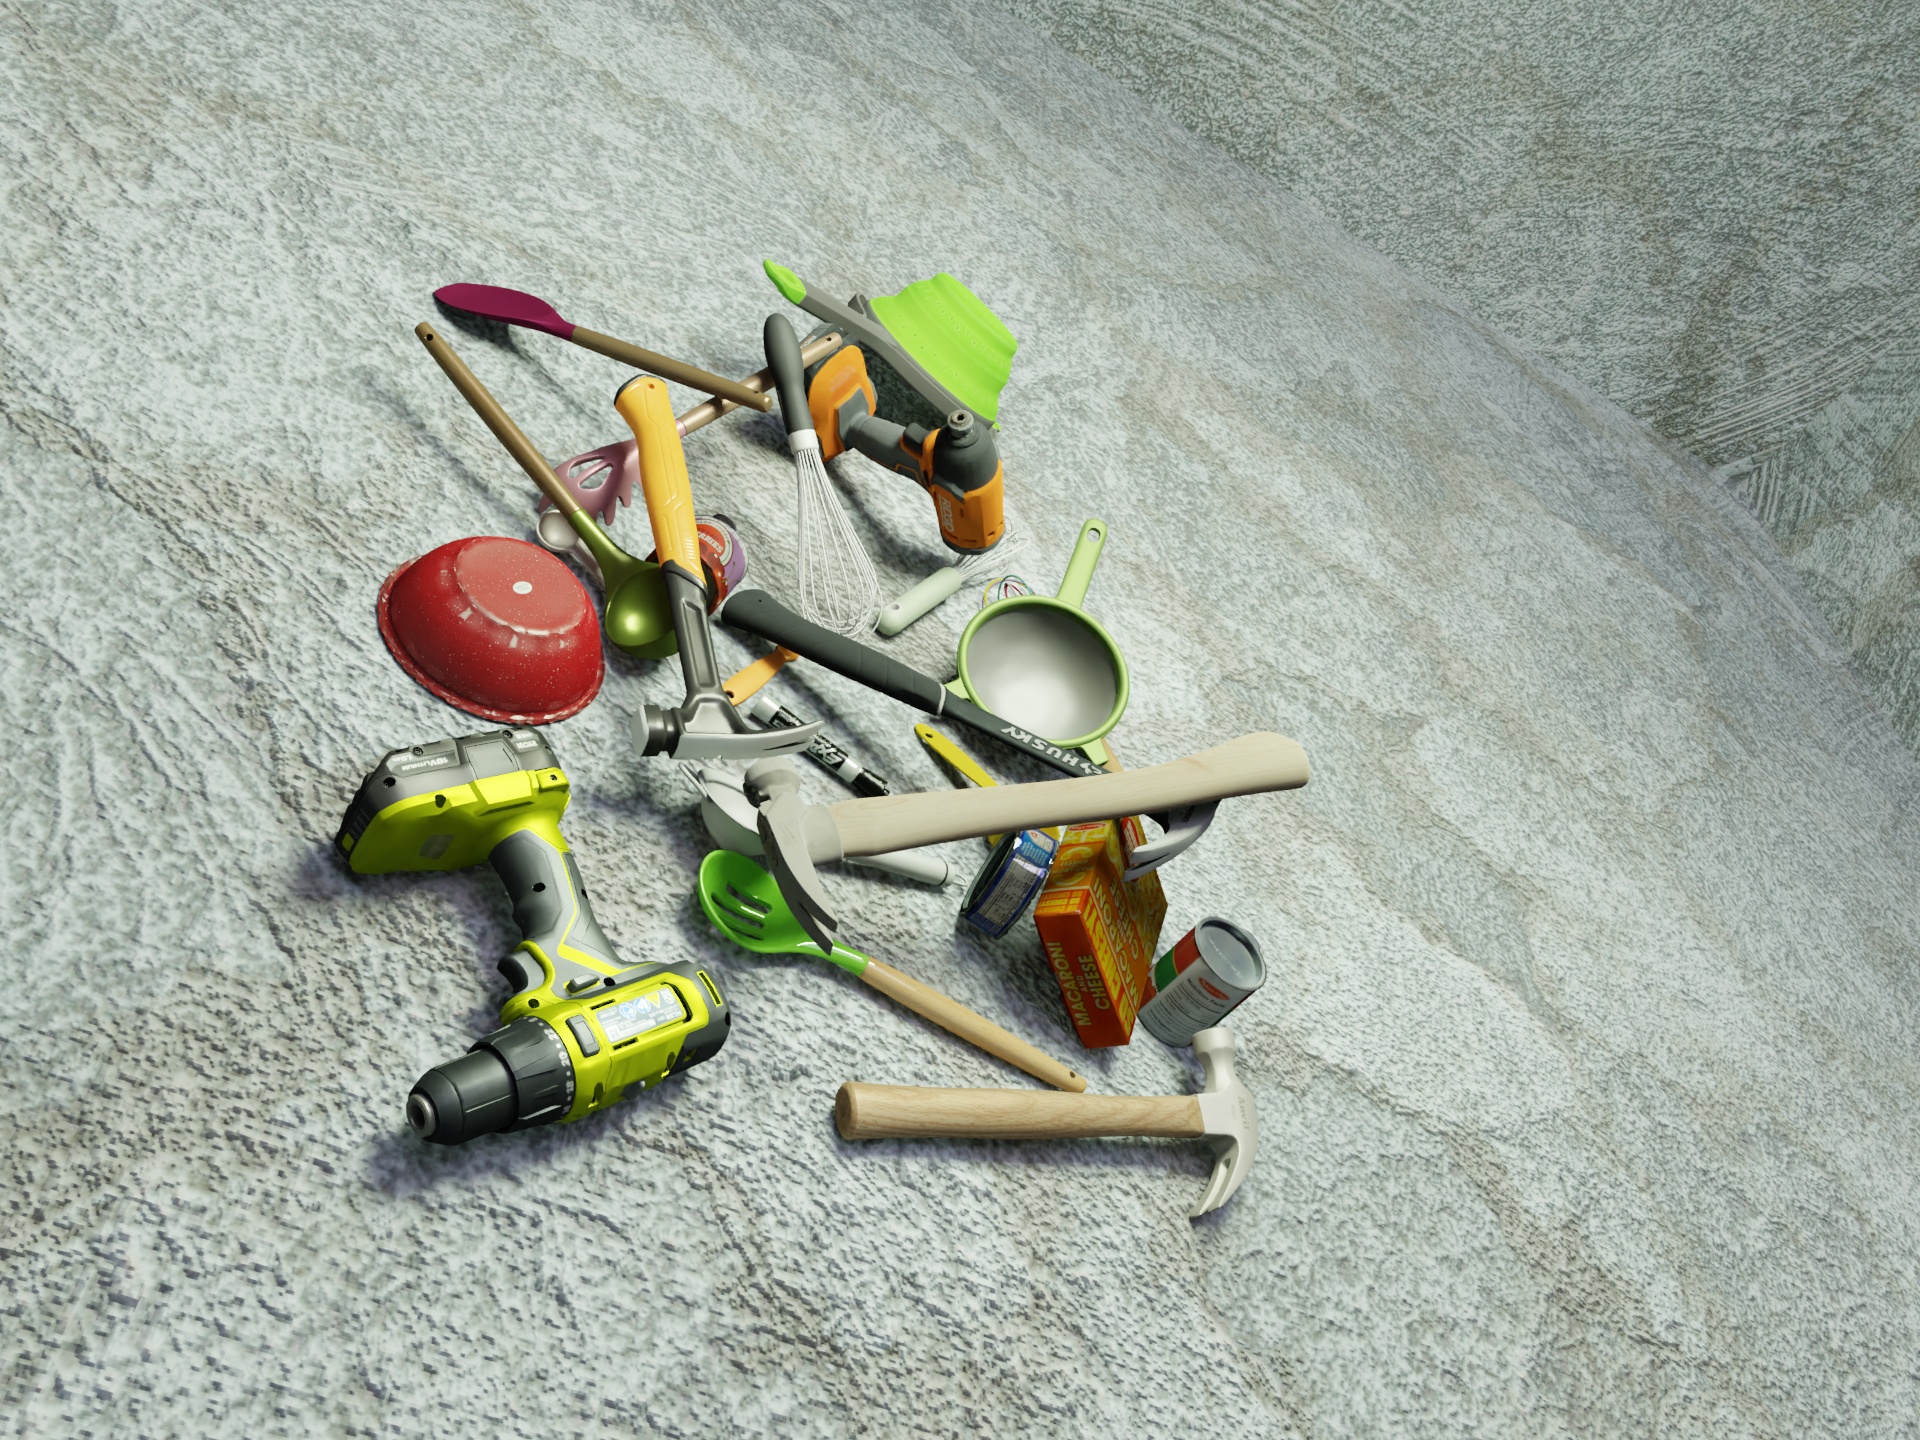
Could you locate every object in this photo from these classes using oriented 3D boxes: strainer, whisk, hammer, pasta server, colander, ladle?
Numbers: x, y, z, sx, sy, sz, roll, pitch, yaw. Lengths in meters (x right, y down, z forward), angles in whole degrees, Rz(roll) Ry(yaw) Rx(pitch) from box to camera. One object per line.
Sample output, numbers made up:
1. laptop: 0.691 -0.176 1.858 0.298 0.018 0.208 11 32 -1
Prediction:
1. strainer: -0.095 0.086 1.120 0.258 0.050 0.087 20 18 -34
2. strainer: 0.079 -0.068 1.384 0.151 0.069 0.256 23 55 -2
3. whisk: 0.091 -0.034 1.420 0.047 0.051 0.245 1 53 -49
4. hammer: -0.002 -0.004 1.204 0.409 0.036 0.149 25 37 13
5. whisk: -0.121 -0.196 1.304 0.070 0.070 0.284 -9 85 -47
6. pasta server: -0.210 -0.244 1.293 0.060 0.040 0.316 45 55 8
7. colander: -0.048 -0.393 1.542 0.205 0.094 0.396 53 18 23
8. hammer: -0.194 -0.118 1.140 0.127 0.034 0.337 1 56 -28
9. hammer: 0.068 0.266 1.061 0.331 0.031 0.130 9 56 -31
10. hammer: 0.067 0.063 1.086 0.410 0.038 0.146 -7 45 -23
11. ladle: -0.302 -0.175 1.172 0.078 0.062 0.320 -39 86 -9
12. whisk: -0.006 -0.129 1.439 0.058 0.059 0.246 11 29 27

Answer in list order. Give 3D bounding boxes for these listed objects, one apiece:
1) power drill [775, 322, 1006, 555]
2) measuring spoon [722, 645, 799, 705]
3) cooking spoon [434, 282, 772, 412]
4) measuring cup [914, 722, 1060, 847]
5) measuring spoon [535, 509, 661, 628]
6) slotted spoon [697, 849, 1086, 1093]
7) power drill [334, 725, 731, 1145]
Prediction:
1. power drill: -0.057 -0.255 1.399 0.227 0.164 0.084 36 70 20
2. measuring spoon: -0.155 -0.038 1.227 0.021 0.011 0.117 41 35 3
3. cooking spoon: -0.295 -0.309 1.308 0.319 0.017 0.069 22 34 15
4. measuring cup: 0.014 0.059 1.270 0.157 0.029 0.062 42 33 24
5. measuring spoon: -0.272 -0.110 1.204 0.124 0.018 0.034 43 53 -6
6. slotted spoon: -0.045 0.180 1.073 0.313 0.031 0.070 31 36 -14
7. power drill: -0.258 0.123 0.902 0.190 0.080 0.229 -13 62 -49
